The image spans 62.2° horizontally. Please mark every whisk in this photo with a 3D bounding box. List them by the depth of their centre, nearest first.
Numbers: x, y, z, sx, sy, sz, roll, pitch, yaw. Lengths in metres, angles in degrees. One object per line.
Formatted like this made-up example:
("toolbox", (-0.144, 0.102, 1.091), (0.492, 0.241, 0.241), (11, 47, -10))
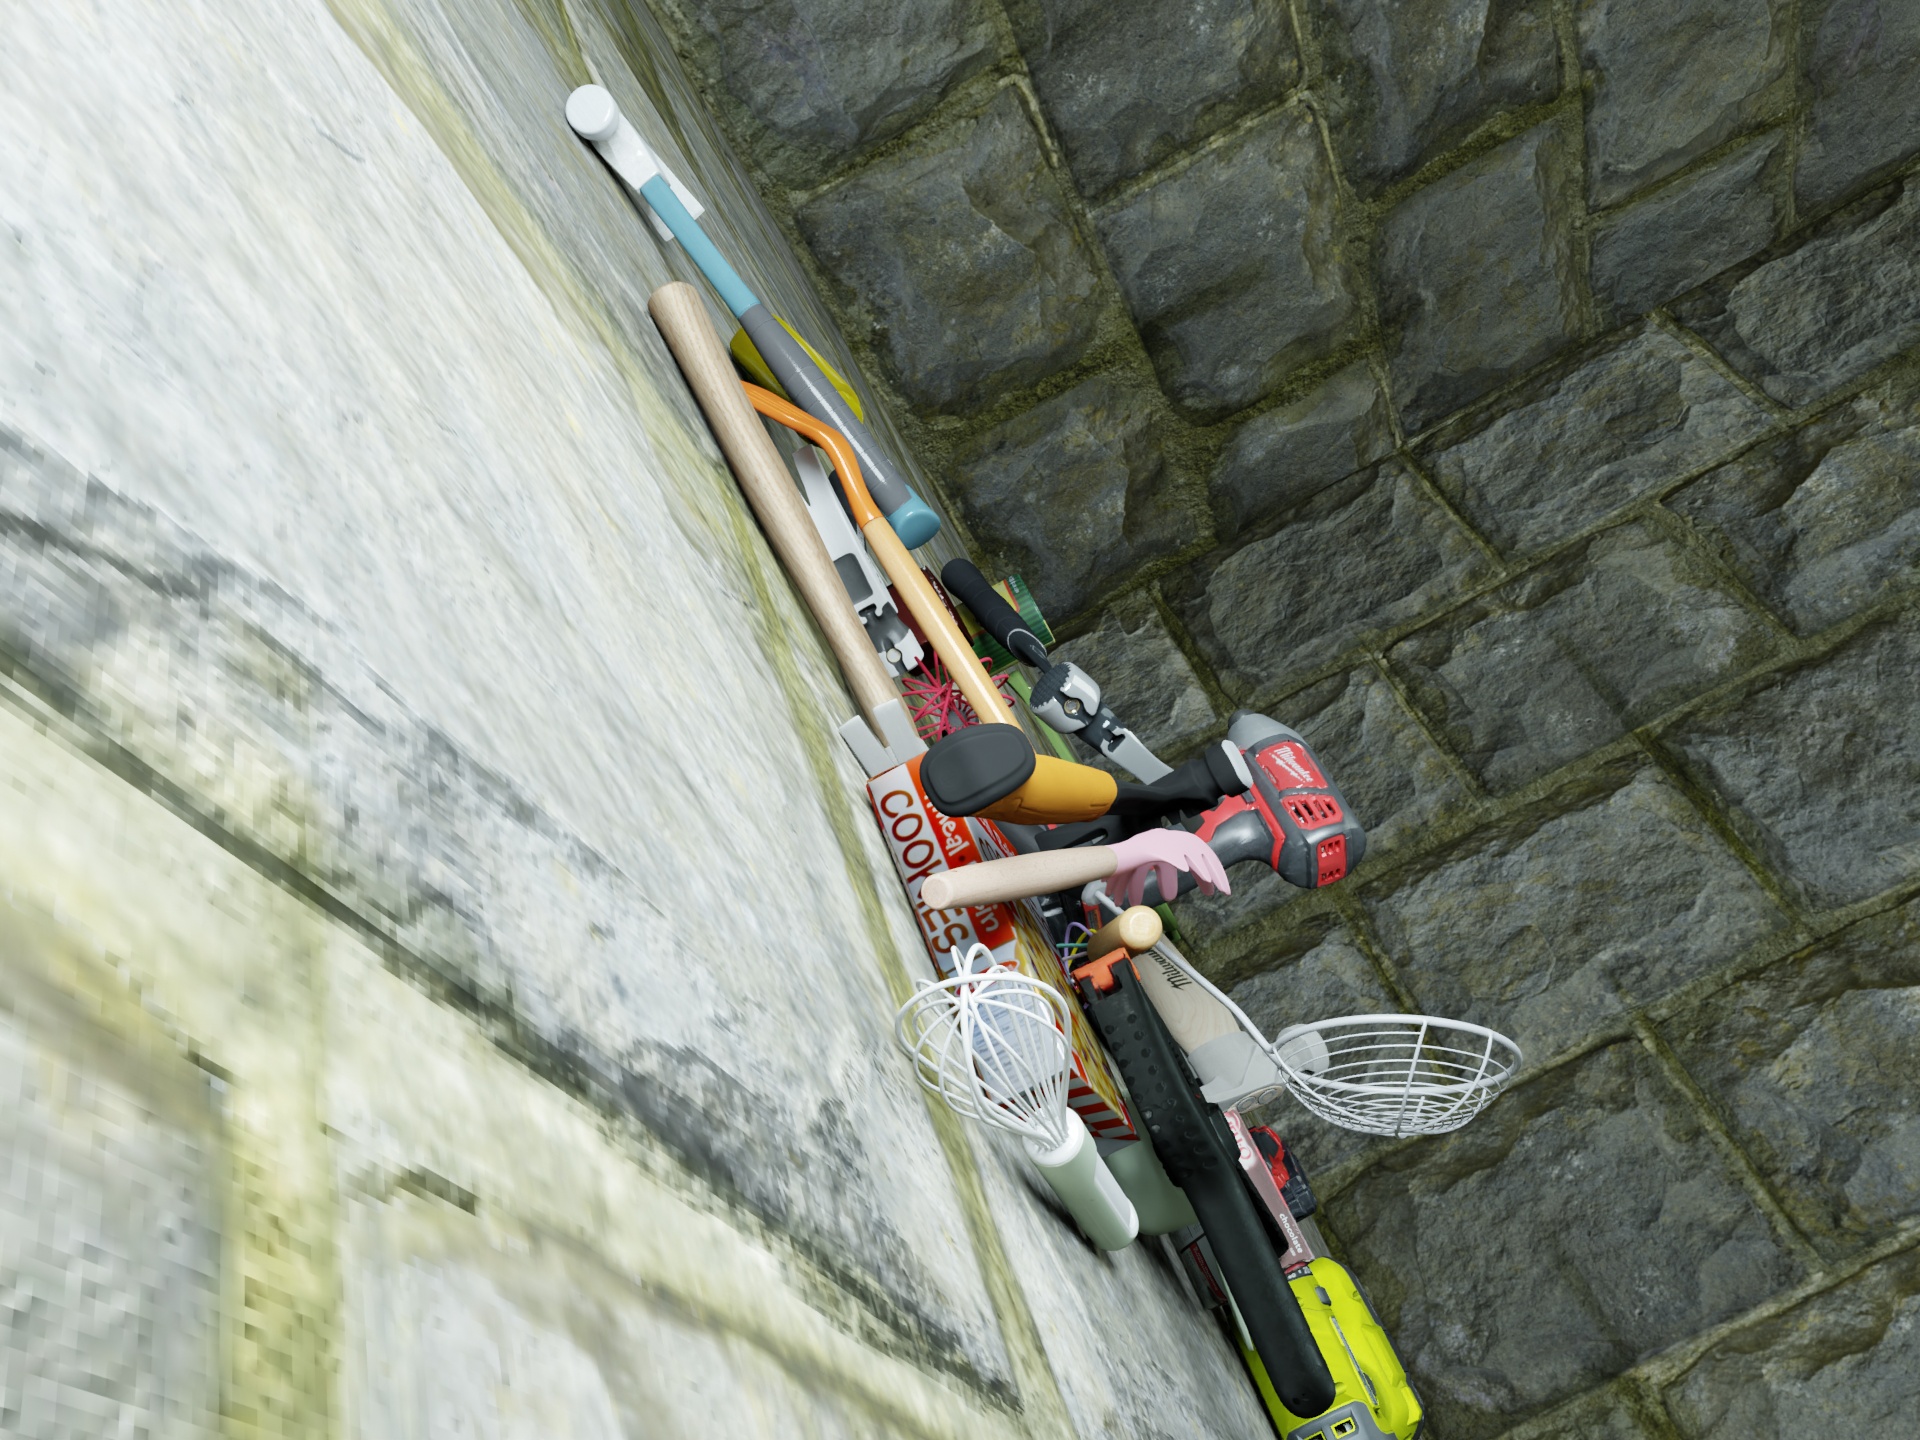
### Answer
("whisk", (0.034, 0.155, 0.607), (0.246, 0.059, 0.058), (63, 15, -50))
("whisk", (0.075, 0.130, 0.858), (0.051, 0.047, 0.245), (48, -13, 8))
("whisk", (-0.002, -0.003, 1.028), (0.073, 0.073, 0.296), (62, -1, 4))

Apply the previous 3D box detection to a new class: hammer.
("hammer", (0.050, 0.038, 0.751), (0.034, 0.127, 0.336), (65, 16, 14))
("hammer", (-0.082, -0.087, 0.830), (0.331, 0.031, 0.130), (62, 5, 10))
("hammer", (-0.123, -0.244, 0.998), (0.331, 0.033, 0.128), (52, 4, 1))
("hammer", (0.056, -0.042, 1.086), (0.149, 0.036, 0.409), (39, 6, -24))
("hammer", (-0.080, -0.139, 1.105), (0.146, 0.035, 0.335), (61, 5, -17))
("hammer", (0.080, 0.109, 1.116), (0.411, 0.146, 0.038), (54, -35, 39))

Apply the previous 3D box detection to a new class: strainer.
("strainer", (0.081, 0.073, 1.270), (0.257, 0.069, 0.151), (59, 4, 27))

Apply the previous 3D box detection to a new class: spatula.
("spatula", (-0.043, -0.084, 0.888), (0.323, 0.041, 0.081), (58, 22, 15))

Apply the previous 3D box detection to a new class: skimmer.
("skimmer", (0.141, 0.114, 0.914), (0.364, 0.090, 0.127), (38, -14, 31))

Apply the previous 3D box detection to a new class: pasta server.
("pasta server", (0.057, 0.073, 0.720), (0.316, 0.060, 0.040), (3, 77, -66))

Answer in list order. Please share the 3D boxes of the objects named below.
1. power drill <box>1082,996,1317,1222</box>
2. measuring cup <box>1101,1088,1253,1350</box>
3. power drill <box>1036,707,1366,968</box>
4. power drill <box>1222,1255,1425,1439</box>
("power drill", (0.164, 0.262, 1.172), (0.227, 0.080, 0.188), (59, 5, 4))
("measuring cup", (0.112, 0.270, 0.840), (0.083, 0.038, 0.167), (-93, 161, -75))
("power drill", (0.138, 0.069, 1.047), (0.078, 0.219, 0.143), (77, -7, -45))
("power drill", (0.223, 0.396, 1.022), (0.191, 0.080, 0.228), (65, 9, 30))
